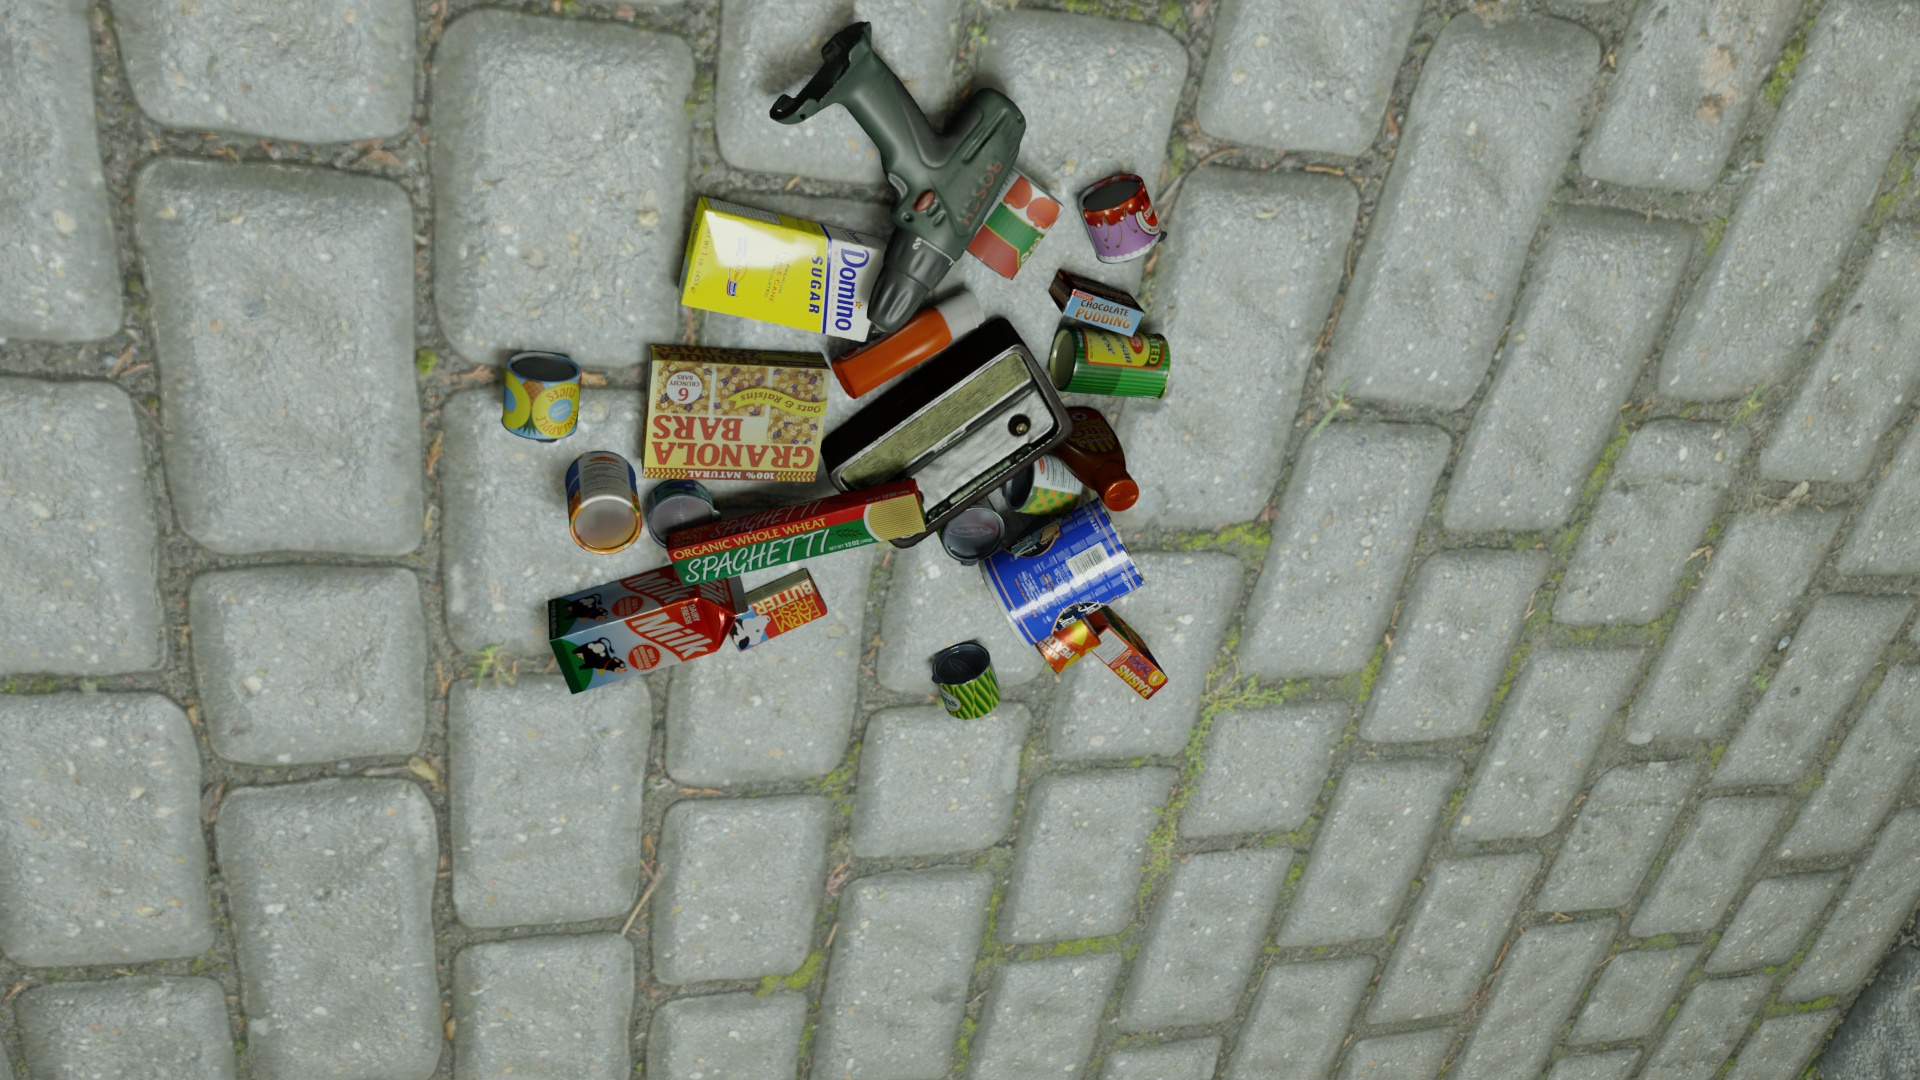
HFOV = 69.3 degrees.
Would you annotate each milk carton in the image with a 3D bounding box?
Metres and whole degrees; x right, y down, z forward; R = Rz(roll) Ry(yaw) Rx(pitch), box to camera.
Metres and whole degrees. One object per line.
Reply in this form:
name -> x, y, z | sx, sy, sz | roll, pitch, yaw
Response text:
milk carton -> -0.309, 0.080, 1.392 | 0.191, 0.072, 0.073 | -17, 125, -8

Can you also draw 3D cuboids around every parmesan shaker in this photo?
parmesan shaker -> 0.149, -0.175, 1.380 | 0.103, 0.071, 0.071 | 2, 121, -19

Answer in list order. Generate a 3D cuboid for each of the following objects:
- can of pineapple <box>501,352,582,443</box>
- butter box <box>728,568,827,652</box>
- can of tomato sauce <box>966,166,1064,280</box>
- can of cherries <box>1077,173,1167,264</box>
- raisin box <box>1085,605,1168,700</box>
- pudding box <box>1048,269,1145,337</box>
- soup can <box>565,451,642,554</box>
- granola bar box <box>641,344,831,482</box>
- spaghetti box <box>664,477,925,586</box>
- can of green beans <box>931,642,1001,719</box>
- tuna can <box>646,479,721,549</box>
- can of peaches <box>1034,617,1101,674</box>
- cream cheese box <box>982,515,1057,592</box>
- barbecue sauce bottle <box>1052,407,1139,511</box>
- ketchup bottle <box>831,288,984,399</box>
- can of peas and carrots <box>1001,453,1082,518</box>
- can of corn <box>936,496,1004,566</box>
can of pineapple -> -0.373, -0.128, 1.239 | 0.071, 0.071, 0.057 | 3, 121, -20
butter box -> -0.196, 0.073, 1.454 | 0.103, 0.024, 0.053 | -23, 125, -3
can of tomato sauce -> 0.047, -0.291, 1.275 | 0.071, 0.071, 0.083 | 28, 109, -31
can of cherries -> 0.151, -0.302, 1.301 | 0.071, 0.072, 0.058 | -27, 125, 0
raisin box -> 0.173, 0.115, 1.566 | 0.040, 0.086, 0.123 | -43, 124, 9
pudding box -> 0.132, -0.231, 1.352 | 0.084, 0.050, 0.030 | 14, 118, -25
soup can -> -0.335, -0.033, 1.304 | 0.071, 0.084, 0.071 | -9, 124, -13
granola bar box -> -0.214, -0.119, 1.316 | 0.166, 0.039, 0.123 | 1, 121, -19
spaghetti box -> -0.159, -0.007, 1.341 | 0.250, 0.029, 0.050 | -13, 129, 4
can of green beans -> 0.007, 0.157, 1.550 | 0.071, 0.071, 0.057 | -20, 126, -5
tuna can -> -0.271, -0.025, 1.361 | 0.071, 0.033, 0.070 | -9, 124, -13
can of peaches -> 0.108, 0.099, 1.475 | 0.058, 0.071, 0.071 | -35, 126, 5
cream cheese box -> 0.071, 0.022, 1.492 | 0.024, 0.053, 0.103 | 33, 107, -34
barbecue sauce bottle -> 0.135, -0.081, 1.388 | 0.065, 0.149, 0.043 | -8, 124, -13
ketchup bottle -> -0.049, -0.187, 1.315 | 0.149, 0.065, 0.043 | -30, 100, -8
can of peas and carrots -> 0.085, -0.058, 1.439 | 0.059, 0.071, 0.070 | 10, 118, -24
can of corn -> 0.005, -0.018, 1.441 | 0.071, 0.058, 0.070 | -9, 124, -13
